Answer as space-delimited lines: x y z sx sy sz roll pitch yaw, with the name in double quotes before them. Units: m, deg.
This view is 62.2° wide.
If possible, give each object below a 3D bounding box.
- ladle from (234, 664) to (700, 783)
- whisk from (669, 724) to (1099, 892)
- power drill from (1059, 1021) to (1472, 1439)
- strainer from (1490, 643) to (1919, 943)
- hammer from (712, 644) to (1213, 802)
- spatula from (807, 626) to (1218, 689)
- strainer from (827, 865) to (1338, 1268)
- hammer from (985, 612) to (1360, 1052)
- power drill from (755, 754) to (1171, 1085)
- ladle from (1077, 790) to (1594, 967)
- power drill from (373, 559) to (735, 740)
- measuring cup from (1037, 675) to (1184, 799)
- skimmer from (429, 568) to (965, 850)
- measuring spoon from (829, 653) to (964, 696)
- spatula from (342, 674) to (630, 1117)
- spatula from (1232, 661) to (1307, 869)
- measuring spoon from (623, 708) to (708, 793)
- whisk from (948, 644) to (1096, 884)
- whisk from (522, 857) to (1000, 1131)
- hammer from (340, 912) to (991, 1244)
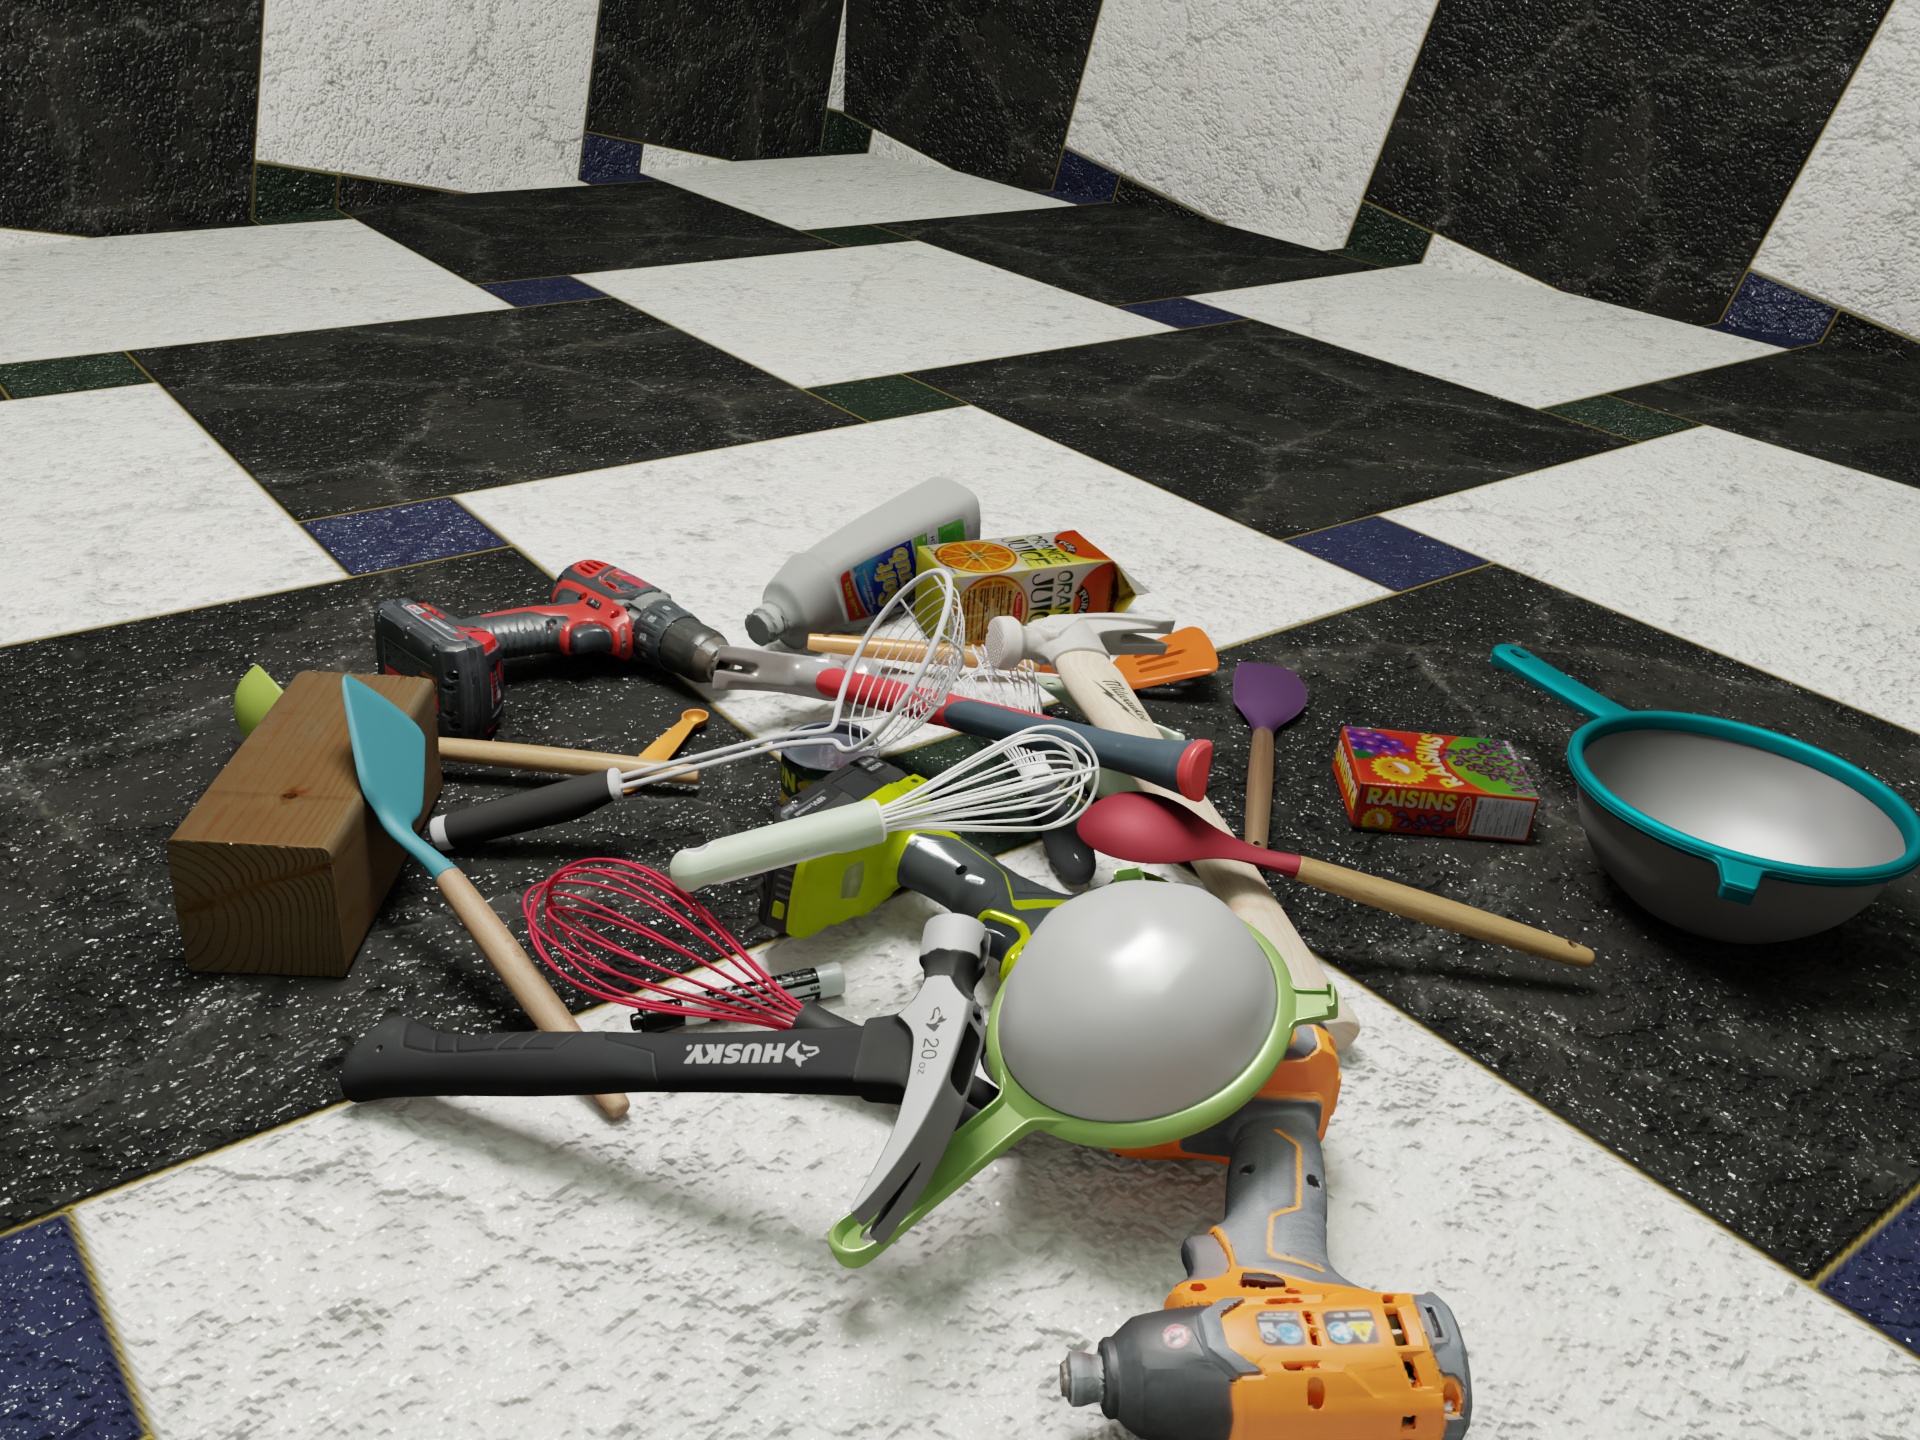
"ladle" -0.337 0.010 1.091 0.320 0.078 0.062 6 68 -1
"whisk" -0.037 0.053 0.869 0.246 0.059 0.058 -14 8 -14
"power drill" 0.117 0.226 0.724 0.164 0.084 0.227 -1 32 -4
"strainer" 0.465 0.053 1.073 0.211 0.095 0.341 -5 27 -22
"hammer" -0.002 -0.003 1.044 0.143 0.038 0.386 6 6 -44
"spatula" 0.041 -0.056 1.265 0.322 0.041 0.081 5 28 -6
"strainer" 0.037 0.148 0.729 0.256 0.069 0.152 -34 38 -22
"hammer" 0.151 0.053 1.032 0.146 0.038 0.411 -3 38 -22
"power drill" 0.000 0.114 0.901 0.229 0.080 0.190 24 29 23
"ladle" 0.224 0.097 0.945 0.315 0.031 0.069 17 30 0
"power drill" -0.301 -0.053 1.201 0.188 0.080 0.226 26 33 35
"measuring cup" 0.100 0.014 1.160 0.083 0.038 0.168 -11 30 -26
"skimmer" -0.167 0.000 0.990 0.363 0.090 0.127 -16 32 3
"measuring spoon" -0.050 -0.043 1.265 0.124 0.018 0.034 19 32 25
"spatula" -0.266 0.096 0.886 0.044 0.082 0.318 -43 61 -6
"spatula" 0.225 0.023 1.176 0.060 0.018 0.316 9 28 9
"measuring spoon" -0.212 0.024 1.136 0.021 0.011 0.117 12 33 15
"whisk" 0.046 0.024 1.122 0.070 0.070 0.285 -3 33 -13
"whisk" -0.101 0.149 0.837 0.296 0.073 0.073 24 32 11
"hammer" -0.152 0.167 0.751 0.335 0.035 0.146 -5 49 21
